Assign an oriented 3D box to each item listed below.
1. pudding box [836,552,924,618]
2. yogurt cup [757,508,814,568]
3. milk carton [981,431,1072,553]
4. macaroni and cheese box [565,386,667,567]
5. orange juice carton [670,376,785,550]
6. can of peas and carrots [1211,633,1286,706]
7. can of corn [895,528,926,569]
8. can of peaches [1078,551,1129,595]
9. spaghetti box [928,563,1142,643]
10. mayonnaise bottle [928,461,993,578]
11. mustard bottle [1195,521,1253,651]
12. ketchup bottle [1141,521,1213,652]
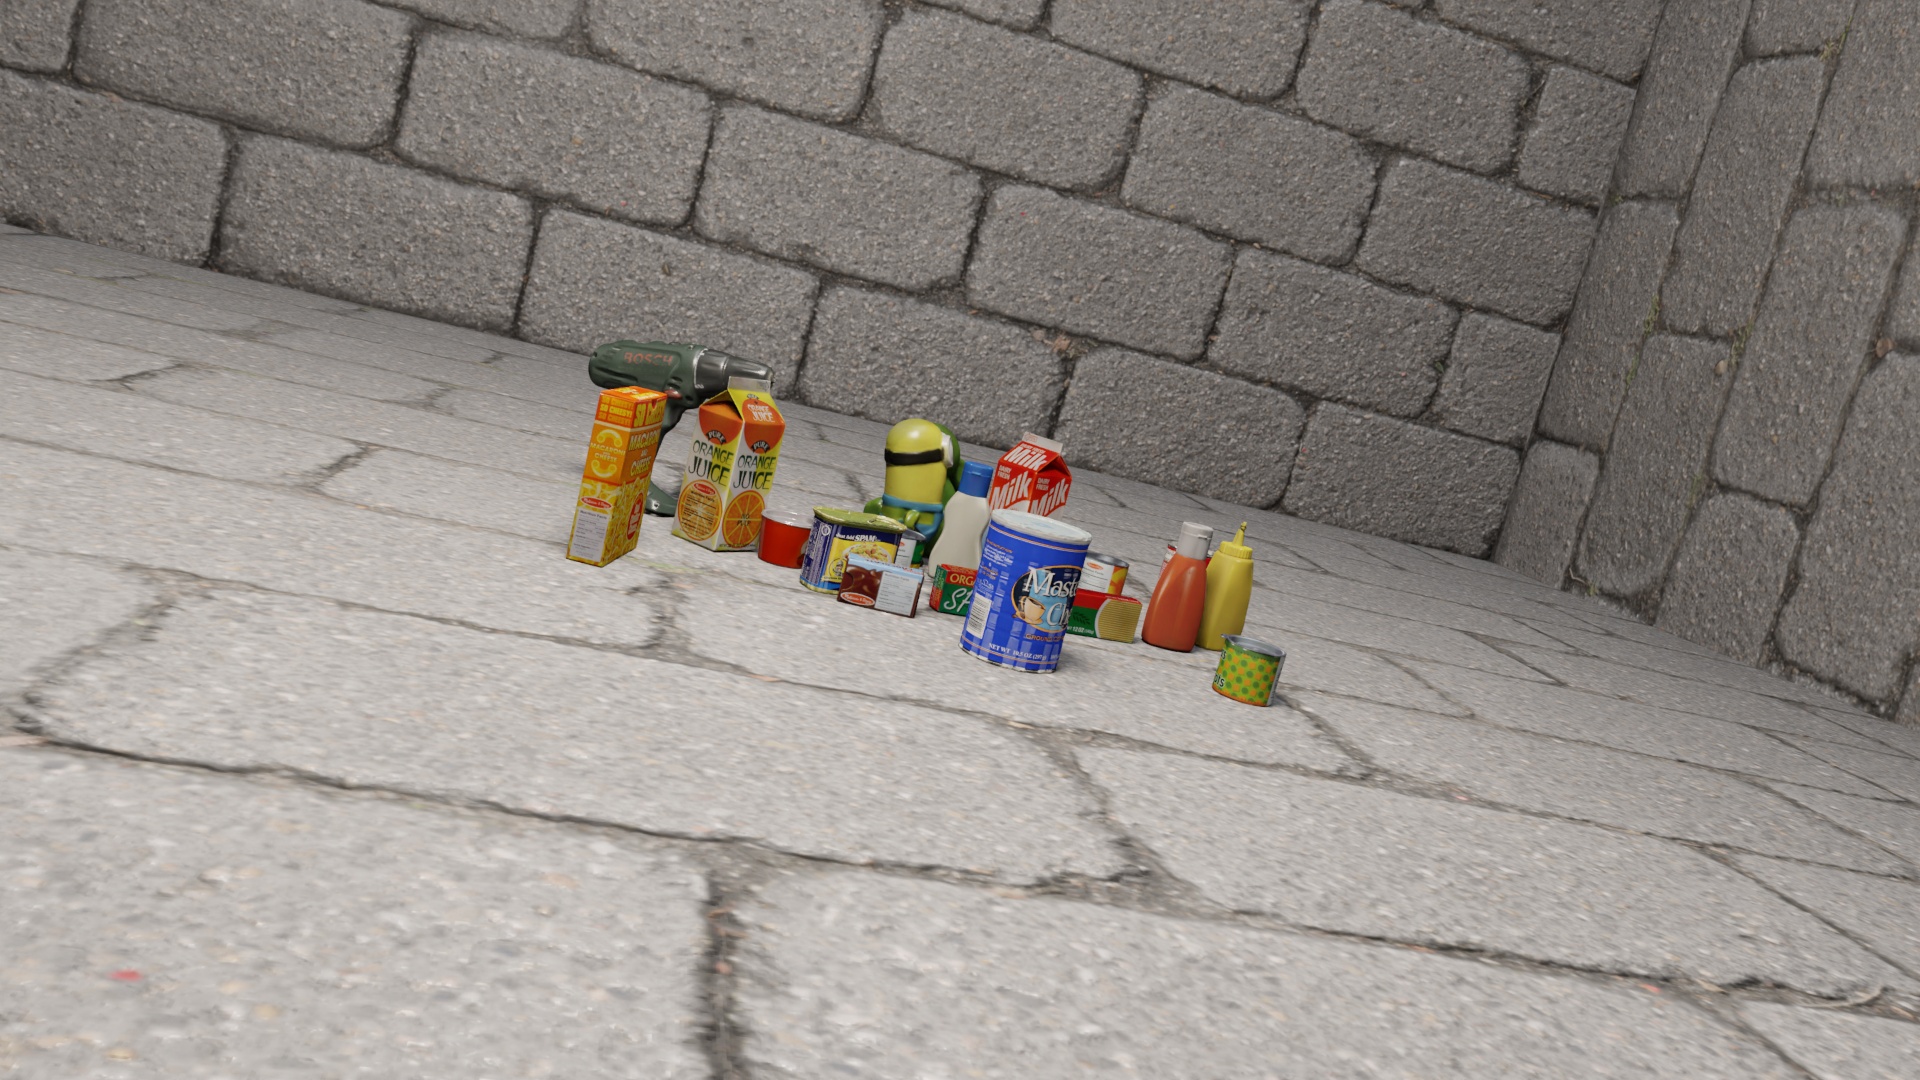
[{"bbox_3d":[-0.084,0.047,1.457,0.084,0.049,0.030,13,9,-6],"label":"pudding box"},{"bbox_3d":[-0.196,-0.001,1.563,0.072,0.054,0.072,14,9,-2],"label":"yogurt cup"},{"bbox_3d":[0.084,-0.041,1.797,0.073,0.190,0.072,5,12,-45],"label":"milk carton"},{"bbox_3d":[-0.340,-0.067,1.384,0.040,0.166,0.124,14,9,0],"label":"macaroni and cheese box"},{"bbox_3d":[-0.256,-0.088,1.559,0.073,0.192,0.072,20,10,31],"label":"orange juice carton"},{"bbox_3d":[0.304,0.137,1.475,0.071,0.058,0.071,14,9,-2],"label":"can of peas and carrots"},{"bbox_3d":[-0.077,0.016,1.621,0.071,0.058,0.071,14,9,-2],"label":"can of corn"},{"bbox_3d":[0.182,0.051,1.809,0.071,0.058,0.071,14,9,-2],"label":"can of peaches"},{"bbox_3d":[0.087,0.072,1.563,0.250,0.050,0.029,11,9,-21],"label":"spaghetti box"},{"bbox_3d":[0.006,-0.021,1.692,0.065,0.147,0.041,15,9,4],"label":"mayonnaise bottle"},{"bbox_3d":[0.324,0.053,1.689,0.065,0.160,0.049,8,11,-37],"label":"mustard bottle"},{"bbox_3d":[0.260,0.054,1.626,0.065,0.148,0.043,12,9,-16],"label":"ketchup bottle"}]
